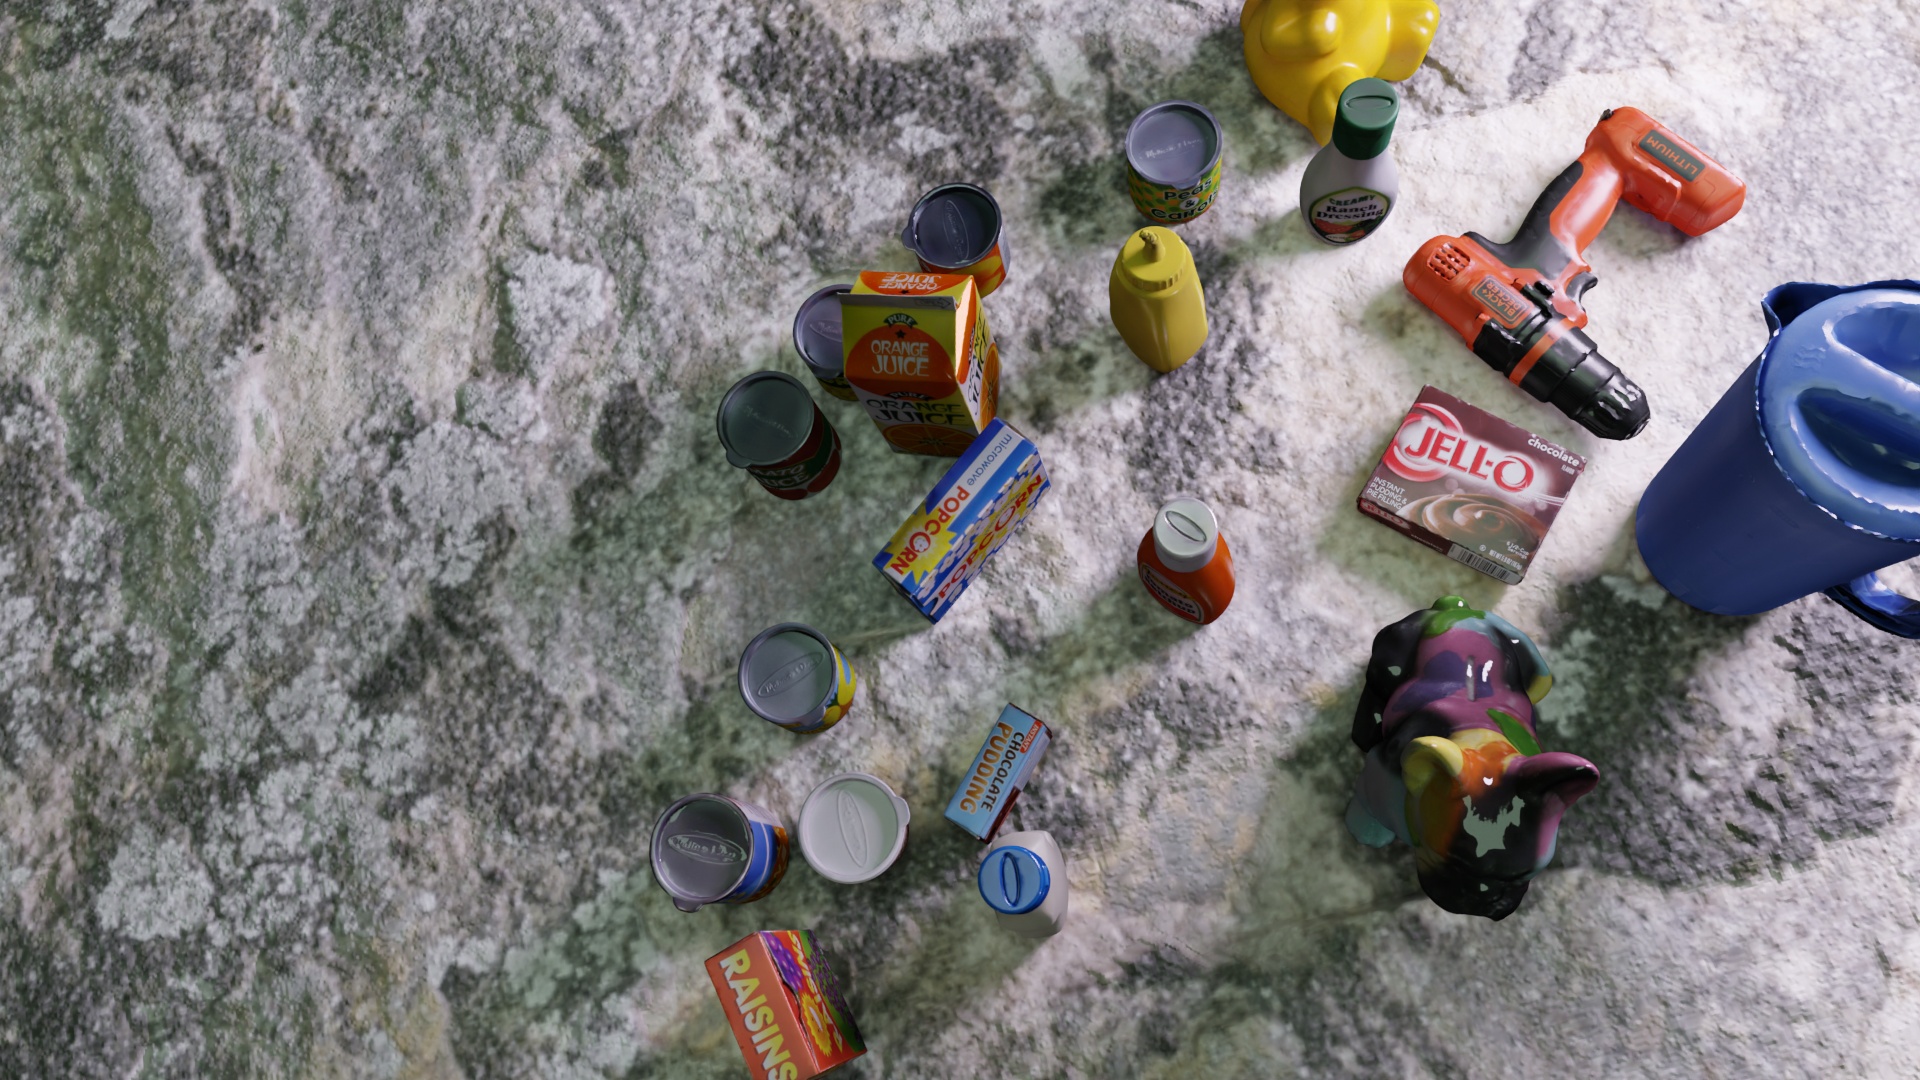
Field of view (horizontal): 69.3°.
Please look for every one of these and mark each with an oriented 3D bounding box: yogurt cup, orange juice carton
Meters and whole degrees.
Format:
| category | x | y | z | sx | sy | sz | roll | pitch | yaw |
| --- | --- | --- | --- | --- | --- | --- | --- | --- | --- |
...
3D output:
| category | x | y | z | sx | sy | sz | roll | pitch | yaw |
| --- | --- | --- | --- | --- | --- | --- | --- | --- | --- |
| yogurt cup | -0.064 | 0.184 | 0.883 | 0.072 | 0.054 | 0.072 | -2 | 74 | 8 |
| orange juice carton | -0.023 | -0.116 | 0.888 | 0.072 | 0.192 | 0.073 | 5 | 76 | 11 |

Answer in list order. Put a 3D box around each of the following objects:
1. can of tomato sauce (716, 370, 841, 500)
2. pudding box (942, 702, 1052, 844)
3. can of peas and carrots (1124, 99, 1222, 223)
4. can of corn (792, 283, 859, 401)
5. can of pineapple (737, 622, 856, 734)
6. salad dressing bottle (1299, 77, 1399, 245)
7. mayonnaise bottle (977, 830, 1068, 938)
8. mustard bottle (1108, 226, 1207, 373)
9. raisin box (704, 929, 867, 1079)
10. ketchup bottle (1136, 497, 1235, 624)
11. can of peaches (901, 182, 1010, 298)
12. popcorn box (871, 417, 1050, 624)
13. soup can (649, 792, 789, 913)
| category | x | y | z | sx | sy | sz | roll | pitch | yaw |
| --- | --- | --- | --- | --- | --- | --- | --- | --- | --- |
| can of tomato sauce | -0.122 | -0.068 | 0.948 | 0.071 | 0.083 | 0.071 | -2 | 74 | 9 |
| pudding box | 0.025 | 0.149 | 0.881 | 0.030 | 0.049 | 0.084 | 28 | 81 | 15 |
| can of peas and carrots | 0.150 | -0.262 | 0.972 | 0.071 | 0.058 | 0.071 | -2 | 74 | 9 |
| can of corn | -0.079 | -0.135 | 0.973 | 0.071 | 0.058 | 0.071 | -2 | 74 | 8 |
| can of pineapple | -0.106 | 0.093 | 0.913 | 0.071 | 0.057 | 0.071 | -2 | 74 | 8 |
| salad dressing bottle | 0.256 | -0.245 | 0.904 | 0.064 | 0.147 | 0.044 | 0 | 75 | 9 |
| mayonnaise bottle | 0.038 | 0.200 | 0.813 | 0.041 | 0.148 | 0.065 | -9 | 74 | 7 |
| mustard bottle | 0.127 | -0.162 | 0.894 | 0.049 | 0.160 | 0.065 | -42 | 73 | -4 |
| raisin box | -0.101 | 0.278 | 0.825 | 0.040 | 0.123 | 0.086 | -28 | 72 | 1 |
| ketchup bottle | 0.138 | 0.010 | 0.850 | 0.065 | 0.148 | 0.043 | 37 | 83 | 16 |
| can of peaches | -0.002 | -0.209 | 0.982 | 0.071 | 0.058 | 0.071 | -2 | 74 | 8 |
| popcorn box | 0.003 | -0.011 | 0.911 | 0.038 | 0.085 | 0.127 | 38 | 83 | 17 |
| soup can | -0.151 | 0.199 | 0.877 | 0.071 | 0.083 | 0.071 | -2 | 74 | 9 |
